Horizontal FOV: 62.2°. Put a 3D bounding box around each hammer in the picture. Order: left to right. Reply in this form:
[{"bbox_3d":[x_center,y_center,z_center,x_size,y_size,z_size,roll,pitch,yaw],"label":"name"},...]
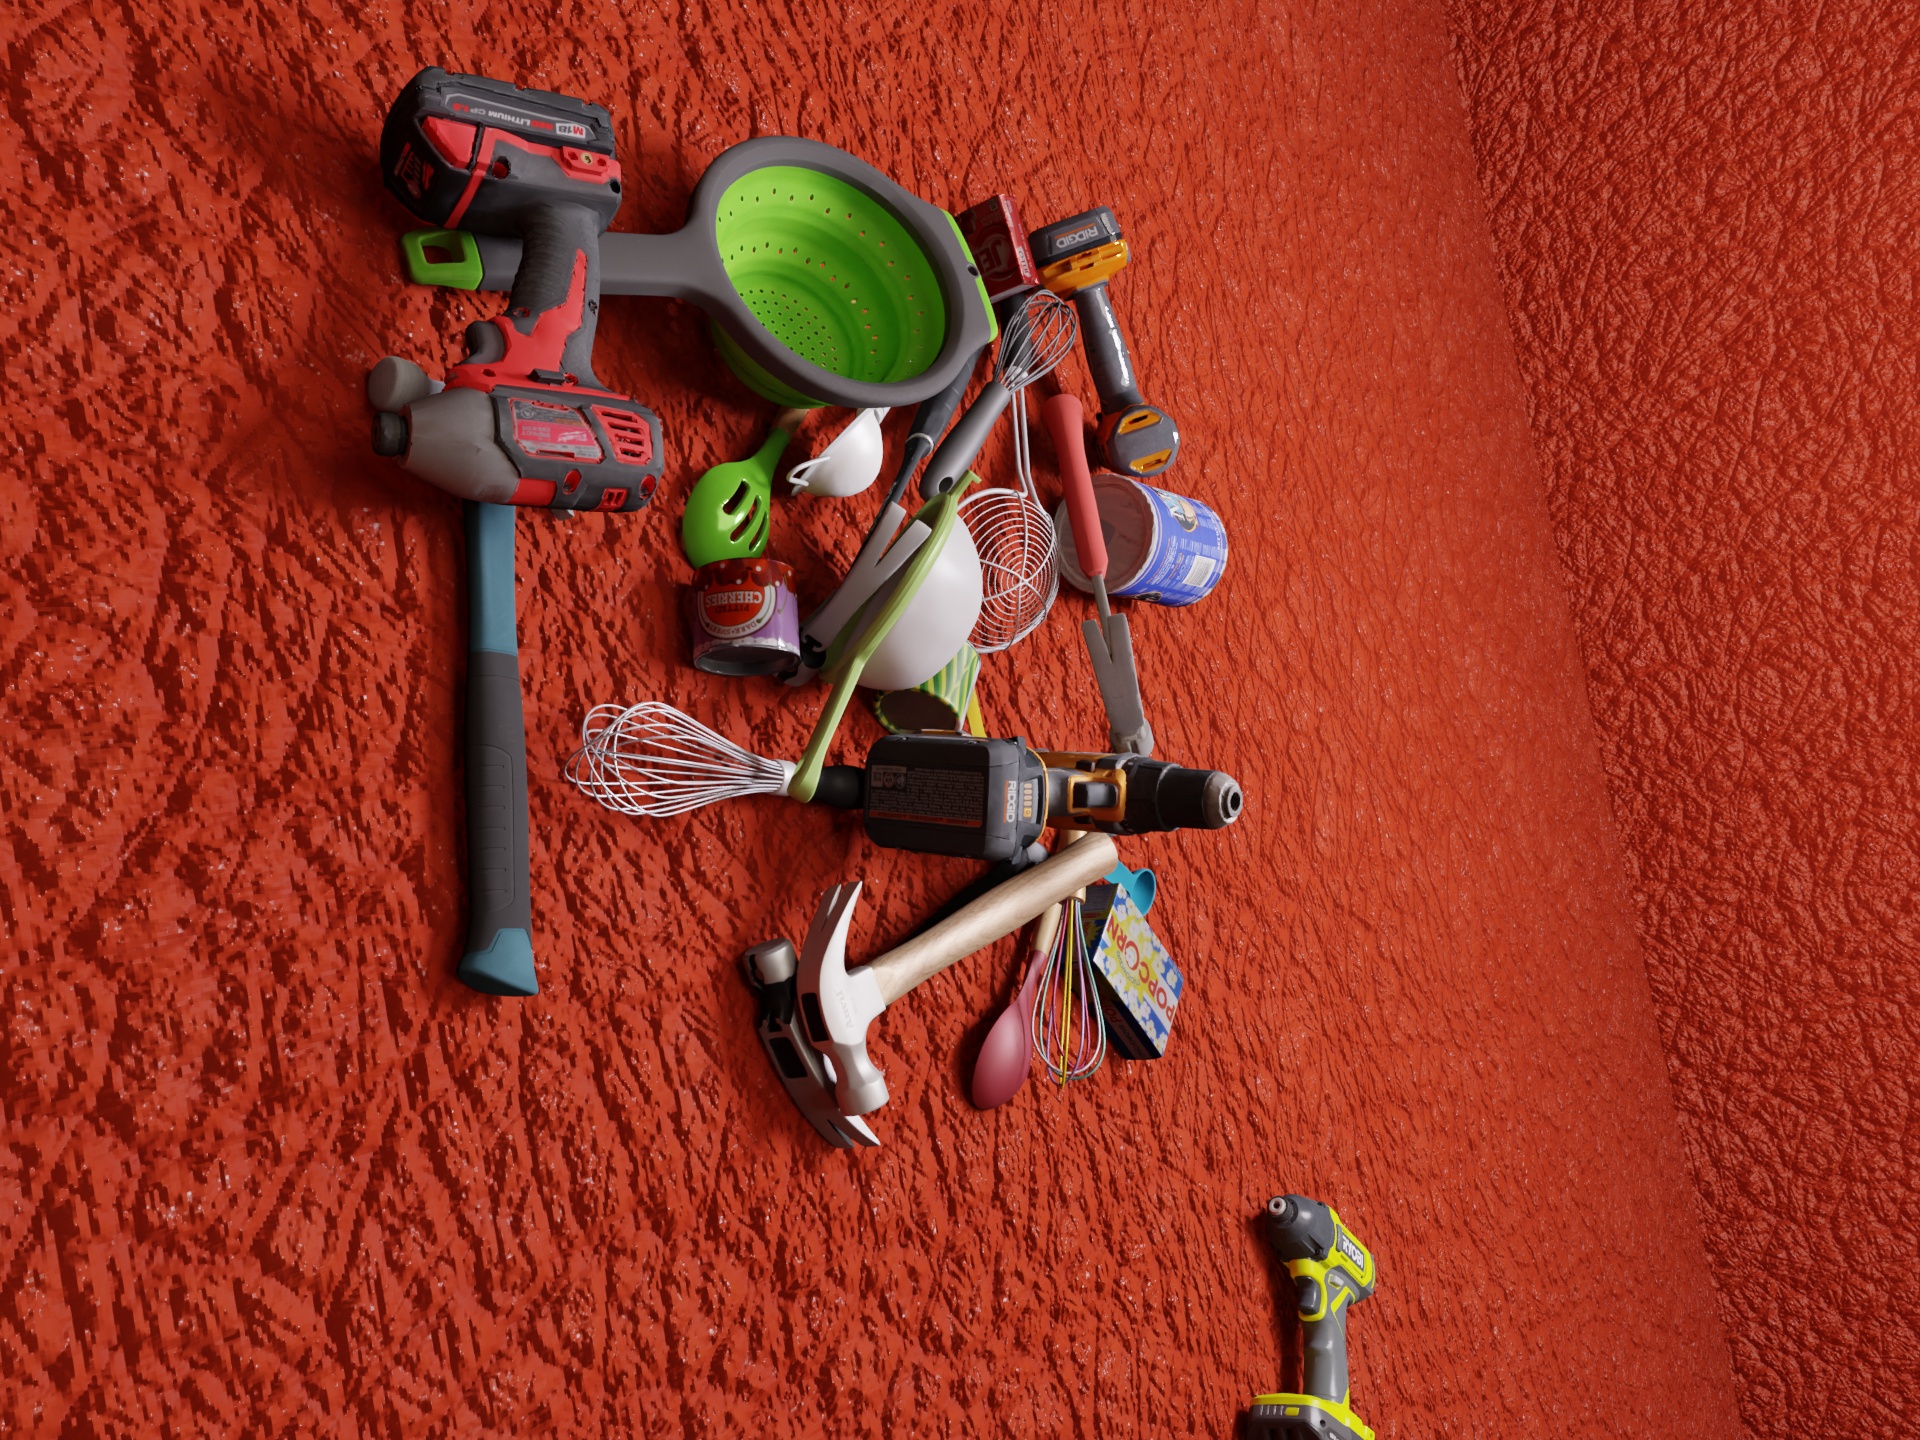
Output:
[{"bbox_3d":[-0.249,-0.021,0.841,0.128,0.033,0.331,10,71,-52],"label":"hammer"},{"bbox_3d":[-0.033,-0.193,1.144,0.036,0.149,0.409,35,40,-14],"label":"hammer"},{"bbox_3d":[-0.021,0.162,1.104,0.335,0.035,0.146,-31,104,-55],"label":"hammer"},{"bbox_3d":[0.010,0.136,1.076,0.331,0.031,0.130,-23,96,-50],"label":"hammer"},{"bbox_3d":[0.099,-0.145,1.245,0.149,0.036,0.359,71,10,-47],"label":"hammer"}]

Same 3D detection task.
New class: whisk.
[{"bbox_3d":[-0.132,0.033,0.976,0.284,0.070,0.070,13,68,-58],"label":"whisk"},{"bbox_3d":[0.028,-0.253,1.242,0.055,0.055,0.239,52,55,-32],"label":"whisk"},{"bbox_3d":[0.084,0.155,1.192,0.047,0.051,0.245,45,41,-50],"label":"whisk"}]

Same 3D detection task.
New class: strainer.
[{"bbox_3d":[-0.065,-0.216,1.140,0.050,0.087,0.259,39,34,-12],"label":"strainer"},{"bbox_3d":[-0.041,-0.035,1.025,0.069,0.151,0.257,33,49,-14],"label":"strainer"}]

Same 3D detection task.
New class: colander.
[{"bbox_3d":[-0.163,-0.265,1.007,0.397,0.094,0.205,-10,73,-38],"label":"colander"}]

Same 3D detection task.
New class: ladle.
[{"bbox_3d":[0.065,0.163,1.231,0.316,0.031,0.069,-69,153,-42],"label":"ladle"}]

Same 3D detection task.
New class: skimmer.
[{"bbox_3d":[0.025,-0.224,1.302,0.127,0.090,0.364,30,45,-37],"label":"skimmer"}]

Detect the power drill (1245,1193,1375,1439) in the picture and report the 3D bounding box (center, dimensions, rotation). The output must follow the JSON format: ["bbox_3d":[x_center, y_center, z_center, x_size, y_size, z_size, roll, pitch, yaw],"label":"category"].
[{"bbox_3d":[0.313,0.547,1.420,0.171,0.080,0.223,48,40,-37],"label":"power drill"}]

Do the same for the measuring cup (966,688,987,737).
[{"bbox_3d":[-0.002,-0.004,1.194,0.062,0.029,0.156,-9,84,-56],"label":"measuring cup"}]

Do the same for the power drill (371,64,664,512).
[{"bbox_3d":[-0.237,-0.215,0.825,0.143,0.078,0.220,-1,74,-34],"label":"power drill"}]

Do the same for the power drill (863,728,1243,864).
[{"bbox_3d":[0.068,0.052,1.087,0.226,0.185,0.084,2,90,-52],"label":"power drill"}]

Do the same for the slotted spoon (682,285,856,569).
[{"bbox_3d":[-0.117,-0.214,1.098,0.070,0.031,0.314,57,37,-37],"label":"slotted spoon"}]

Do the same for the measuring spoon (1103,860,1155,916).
[{"bbox_3d":[0.126,0.128,1.326,0.128,0.021,0.042,38,67,-49],"label":"measuring spoon"}]

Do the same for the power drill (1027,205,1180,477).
[{"bbox_3d":[0.125,-0.325,1.409,0.164,0.084,0.226,-105,176,-80],"label":"power drill"}]
